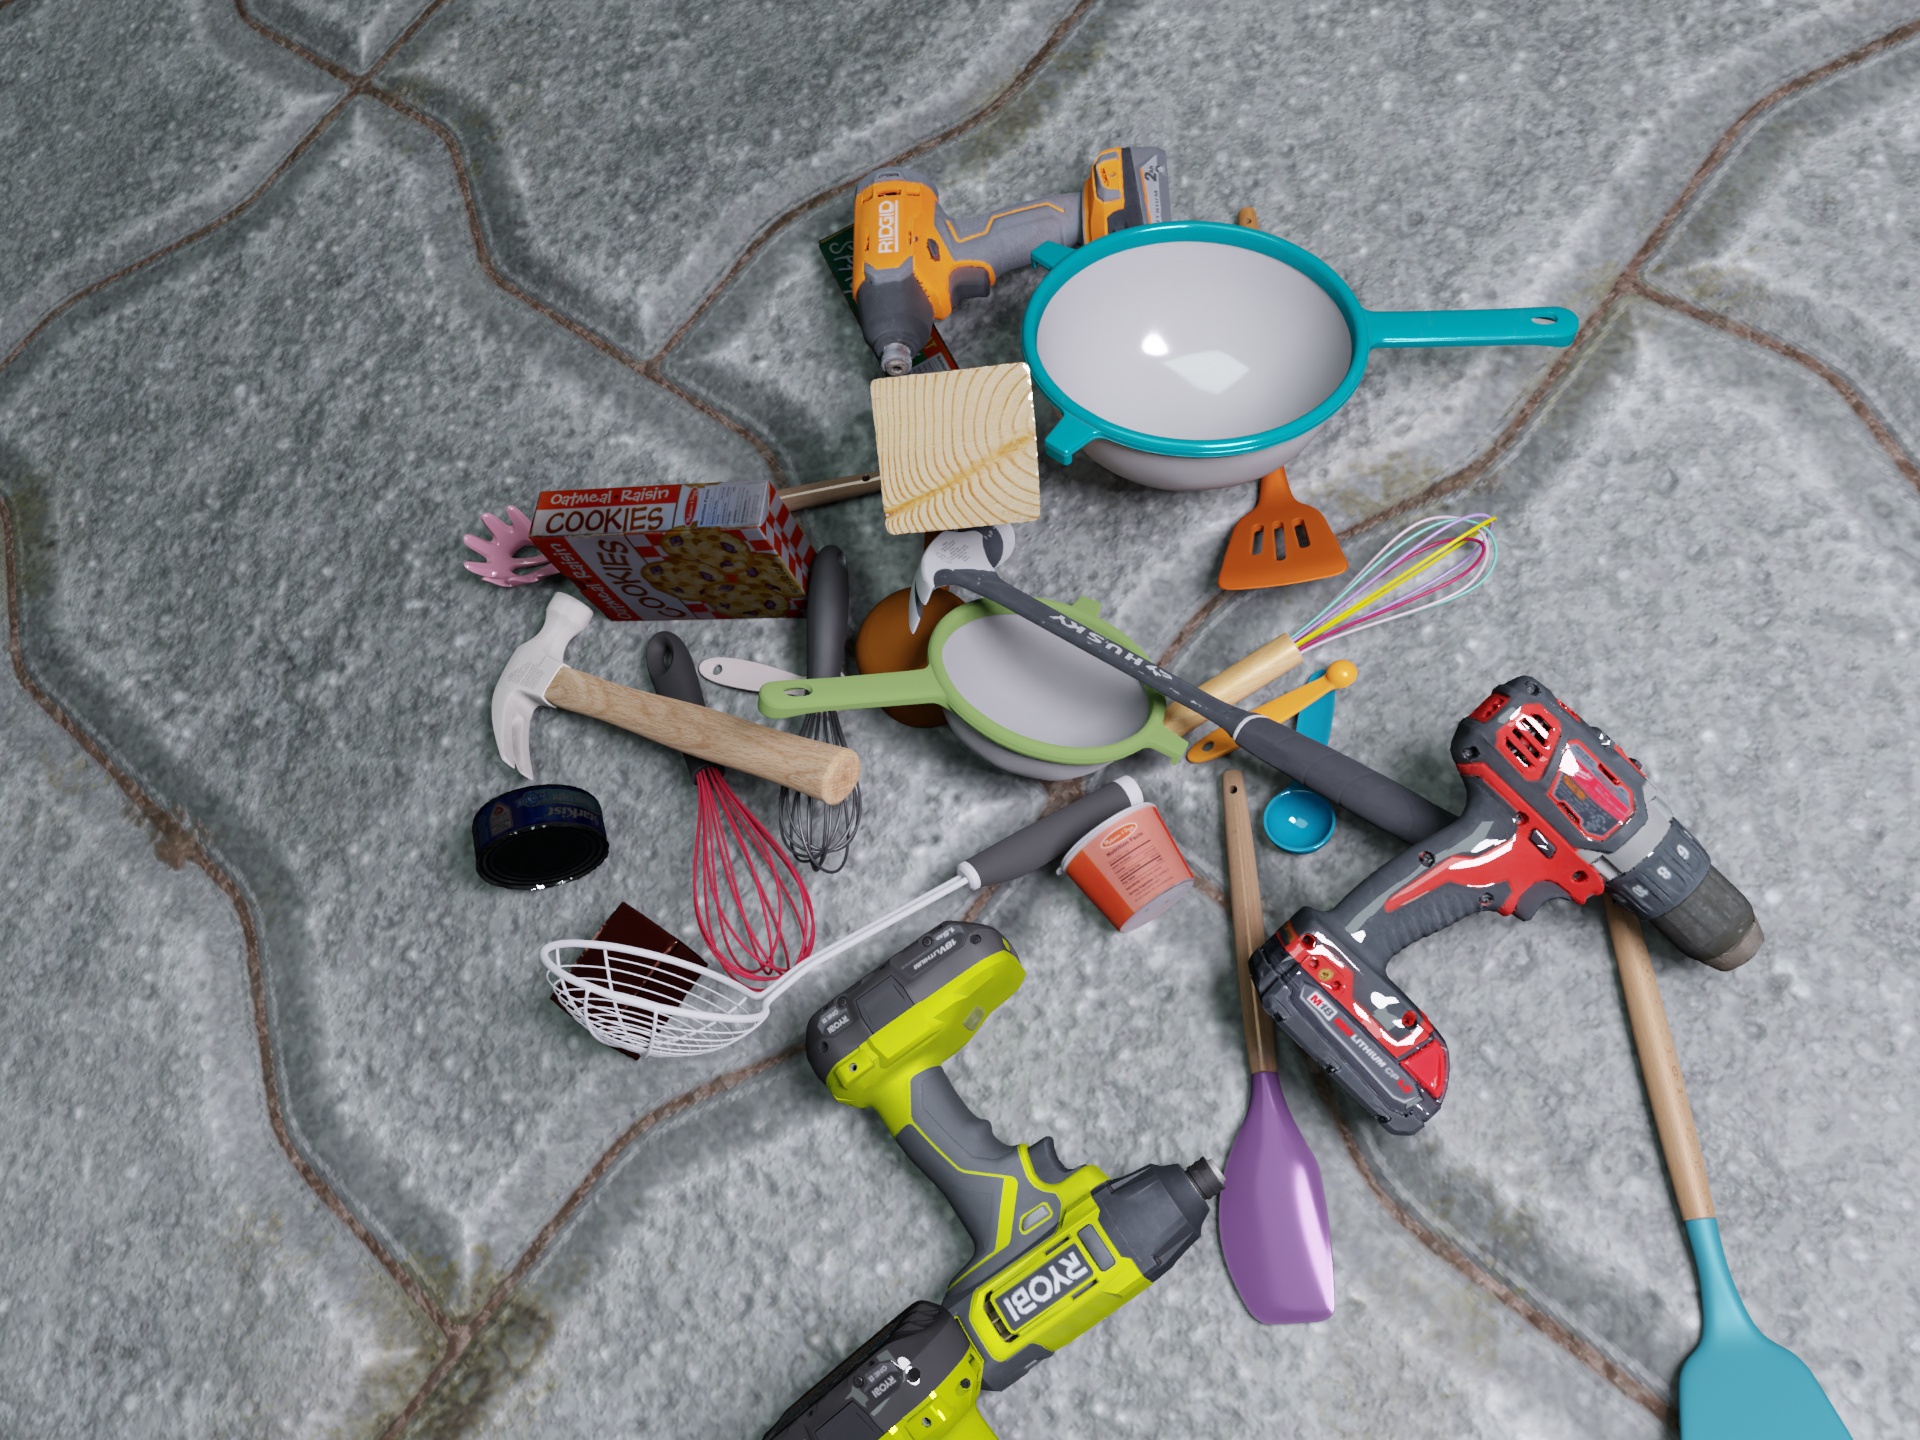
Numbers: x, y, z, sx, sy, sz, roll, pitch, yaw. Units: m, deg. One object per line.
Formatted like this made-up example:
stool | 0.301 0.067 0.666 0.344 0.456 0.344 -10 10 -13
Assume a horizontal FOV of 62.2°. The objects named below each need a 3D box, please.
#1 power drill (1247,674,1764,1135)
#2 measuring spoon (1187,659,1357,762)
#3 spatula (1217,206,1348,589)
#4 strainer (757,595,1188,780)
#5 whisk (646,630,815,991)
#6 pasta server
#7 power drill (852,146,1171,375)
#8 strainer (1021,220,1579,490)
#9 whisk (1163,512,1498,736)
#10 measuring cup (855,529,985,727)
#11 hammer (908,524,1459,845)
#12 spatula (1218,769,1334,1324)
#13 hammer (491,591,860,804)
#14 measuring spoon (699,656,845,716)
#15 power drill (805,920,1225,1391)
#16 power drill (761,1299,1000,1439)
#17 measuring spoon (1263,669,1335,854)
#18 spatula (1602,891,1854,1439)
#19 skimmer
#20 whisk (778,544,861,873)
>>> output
power drill | 0.286 0.114 0.839 0.188 0.080 0.226 44 96 2
measuring spoon | 0.190 -0.006 0.980 0.117 0.011 0.021 -30 43 10
spatula | 0.204 -0.222 1.064 0.081 0.041 0.323 -7 64 14
strainer | -0.002 -0.003 0.964 0.256 0.069 0.152 -5 44 -23
whisk | -0.160 0.050 1.043 0.073 0.073 0.296 -28 56 3
pasta server | -0.207 -0.146 1.153 0.316 0.040 0.060 -10 70 11
power drill | 0.035 -0.318 1.118 0.226 0.084 0.164 -4 64 7
strainer | 0.208 -0.216 1.003 0.340 0.095 0.211 -2 54 0
whisk | 0.227 -0.056 0.988 0.245 0.051 0.047 -32 21 6
measuring cup | -0.024 -0.084 1.062 0.095 0.052 0.174 -3 68 15
hammer | 0.152 -0.003 0.925 0.409 0.149 0.036 30 118 11
spatula | 0.169 0.177 0.910 0.060 0.018 0.316 -7 66 14
hammer | -0.195 0.002 1.041 0.331 0.031 0.130 16 71 38
measuring spoon | -0.127 -0.025 1.092 0.124 0.018 0.034 12 74 28
power drill | 0.027 0.232 0.898 0.171 0.080 0.223 -35 66 0
power drill | -0.003 0.431 0.791 0.190 0.080 0.228 -42 81 6
measuring spoon | 0.213 0.027 0.969 0.042 0.021 0.129 6 60 18
spatula | 0.374 0.227 0.814 0.082 0.044 0.318 -14 62 18
skimmer | -0.056 0.092 0.919 0.363 0.090 0.127 -26 17 -19
whisk | -0.087 -0.012 1.036 0.055 0.055 0.239 -7 62 13
